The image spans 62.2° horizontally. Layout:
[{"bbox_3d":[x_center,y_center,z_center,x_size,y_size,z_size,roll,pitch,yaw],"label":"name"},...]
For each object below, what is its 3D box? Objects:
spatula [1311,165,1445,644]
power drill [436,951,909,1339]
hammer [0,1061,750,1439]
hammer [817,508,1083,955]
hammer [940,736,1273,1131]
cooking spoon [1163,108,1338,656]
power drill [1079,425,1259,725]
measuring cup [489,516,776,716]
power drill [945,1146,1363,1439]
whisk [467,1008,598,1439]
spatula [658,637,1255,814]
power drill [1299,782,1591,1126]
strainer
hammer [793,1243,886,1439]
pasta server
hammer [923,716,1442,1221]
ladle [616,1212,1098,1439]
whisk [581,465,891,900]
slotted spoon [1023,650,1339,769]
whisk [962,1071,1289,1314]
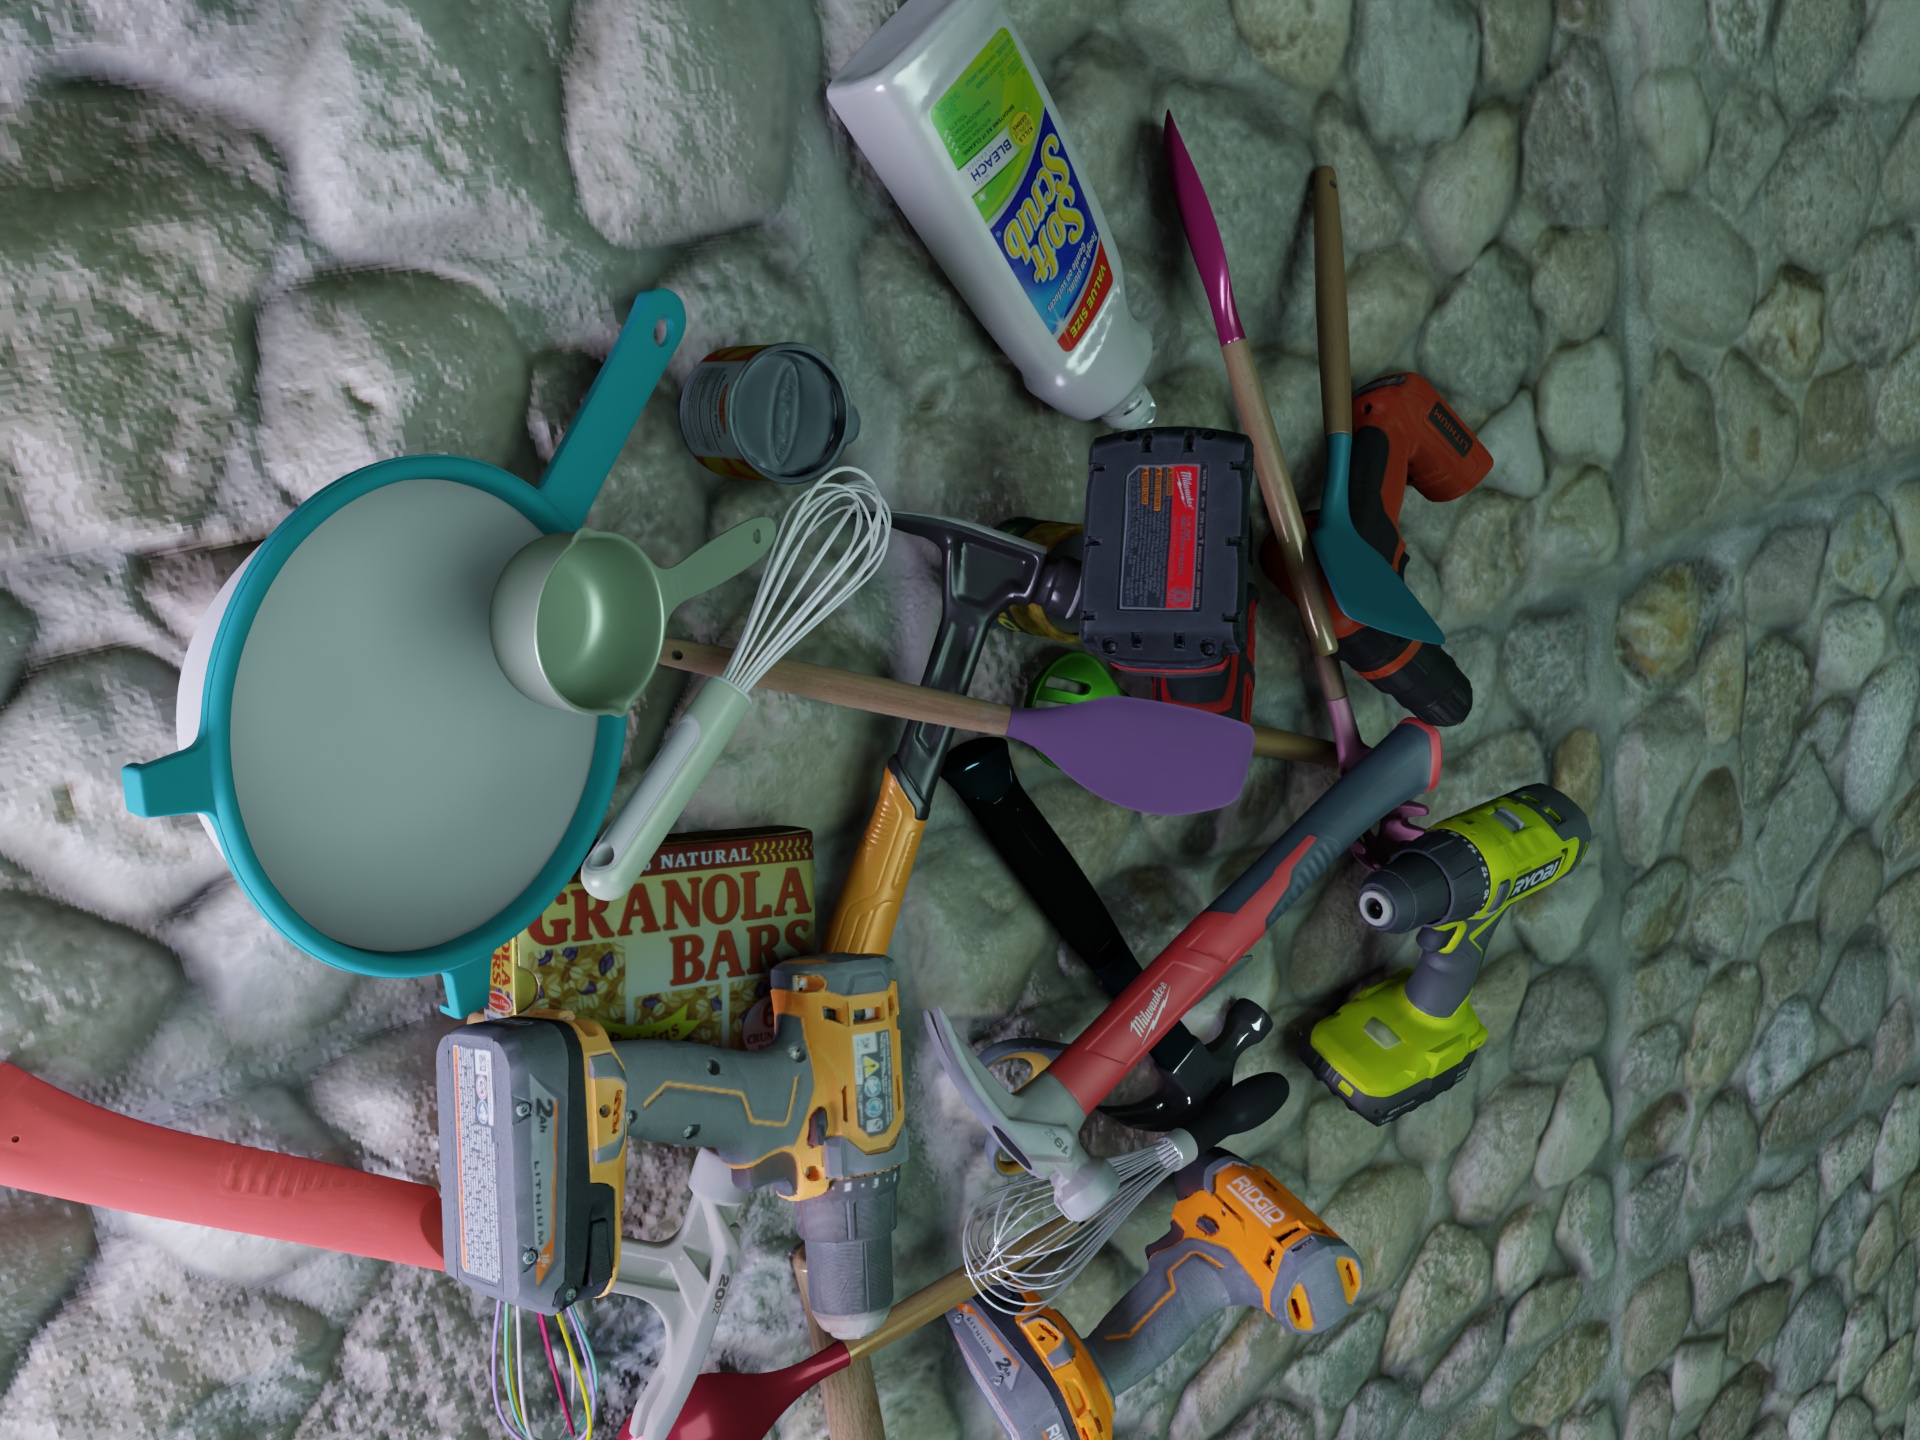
[{"bbox_3d":[0.230,-0.192,0.931,0.082,0.044,0.318,11,70,-31],"label":"spatula"},{"bbox_3d":[-0.117,0.209,0.733,0.226,0.084,0.185,0,85,-43],"label":"power drill"},{"bbox_3d":[-0.269,0.231,0.715,0.358,0.037,0.149,23,82,-29],"label":"hammer"},{"bbox_3d":[-0.043,0.056,0.850,0.127,0.034,0.337,18,98,-1],"label":"hammer"},{"bbox_3d":[0.084,0.132,0.975,0.128,0.033,0.330,-47,122,-19],"label":"hammer"},{"bbox_3d":[0.162,-0.189,0.902,0.017,0.069,0.319,-17,92,7],"label":"cooking spoon"},{"bbox_3d":[0.127,-0.091,0.868,0.226,0.080,0.188,33,60,-72],"label":"power drill"},{"bbox_3d":[-0.141,-0.060,0.700,0.167,0.038,0.083,-41,129,-52],"label":"measuring cup"},{"bbox_3d":[0.110,0.349,0.980,0.226,0.164,0.084,-26,114,-15],"label":"power drill"},{"bbox_3d":[-0.213,0.258,0.788,0.051,0.047,0.245,-12,104,-31],"label":"whisk"},{"bbox_3d":[-0.001,-0.003,0.811,0.316,0.018,0.060,12,99,-10],"label":"spatula"},{"bbox_3d":[0.307,0.157,1.052,0.190,0.080,0.228,-16,133,-35],"label":"power drill"},{"bbox_3d":[-0.223,-0.059,0.691,0.210,0.095,0.341,54,49,-49],"label":"strainer"},{"bbox_3d":[-0.054,0.454,0.948,0.130,0.031,0.331,-18,110,-31],"label":"hammer"},{"bbox_3d":[0.242,-0.040,1.031,0.060,0.040,0.316,-26,108,-23],"label":"pasta server"},{"bbox_3d":[0.153,0.110,0.952,0.386,0.038,0.143,-40,90,-24],"label":"hammer"},{"bbox_3d":[-0.044,0.345,0.899,0.315,0.031,0.069,-19,110,-32],"label":"ladle"},{"bbox_3d":[-0.106,-0.021,0.757,0.246,0.058,0.059,-59,142,-18],"label":"whisk"},{"bbox_3d":[0.154,0.008,1.002,0.313,0.031,0.070,9,92,-38],"label":"slotted spoon"},{"bbox_3d":[0.111,0.276,0.969,0.284,0.070,0.070,-17,110,-39],"label":"whisk"}]
